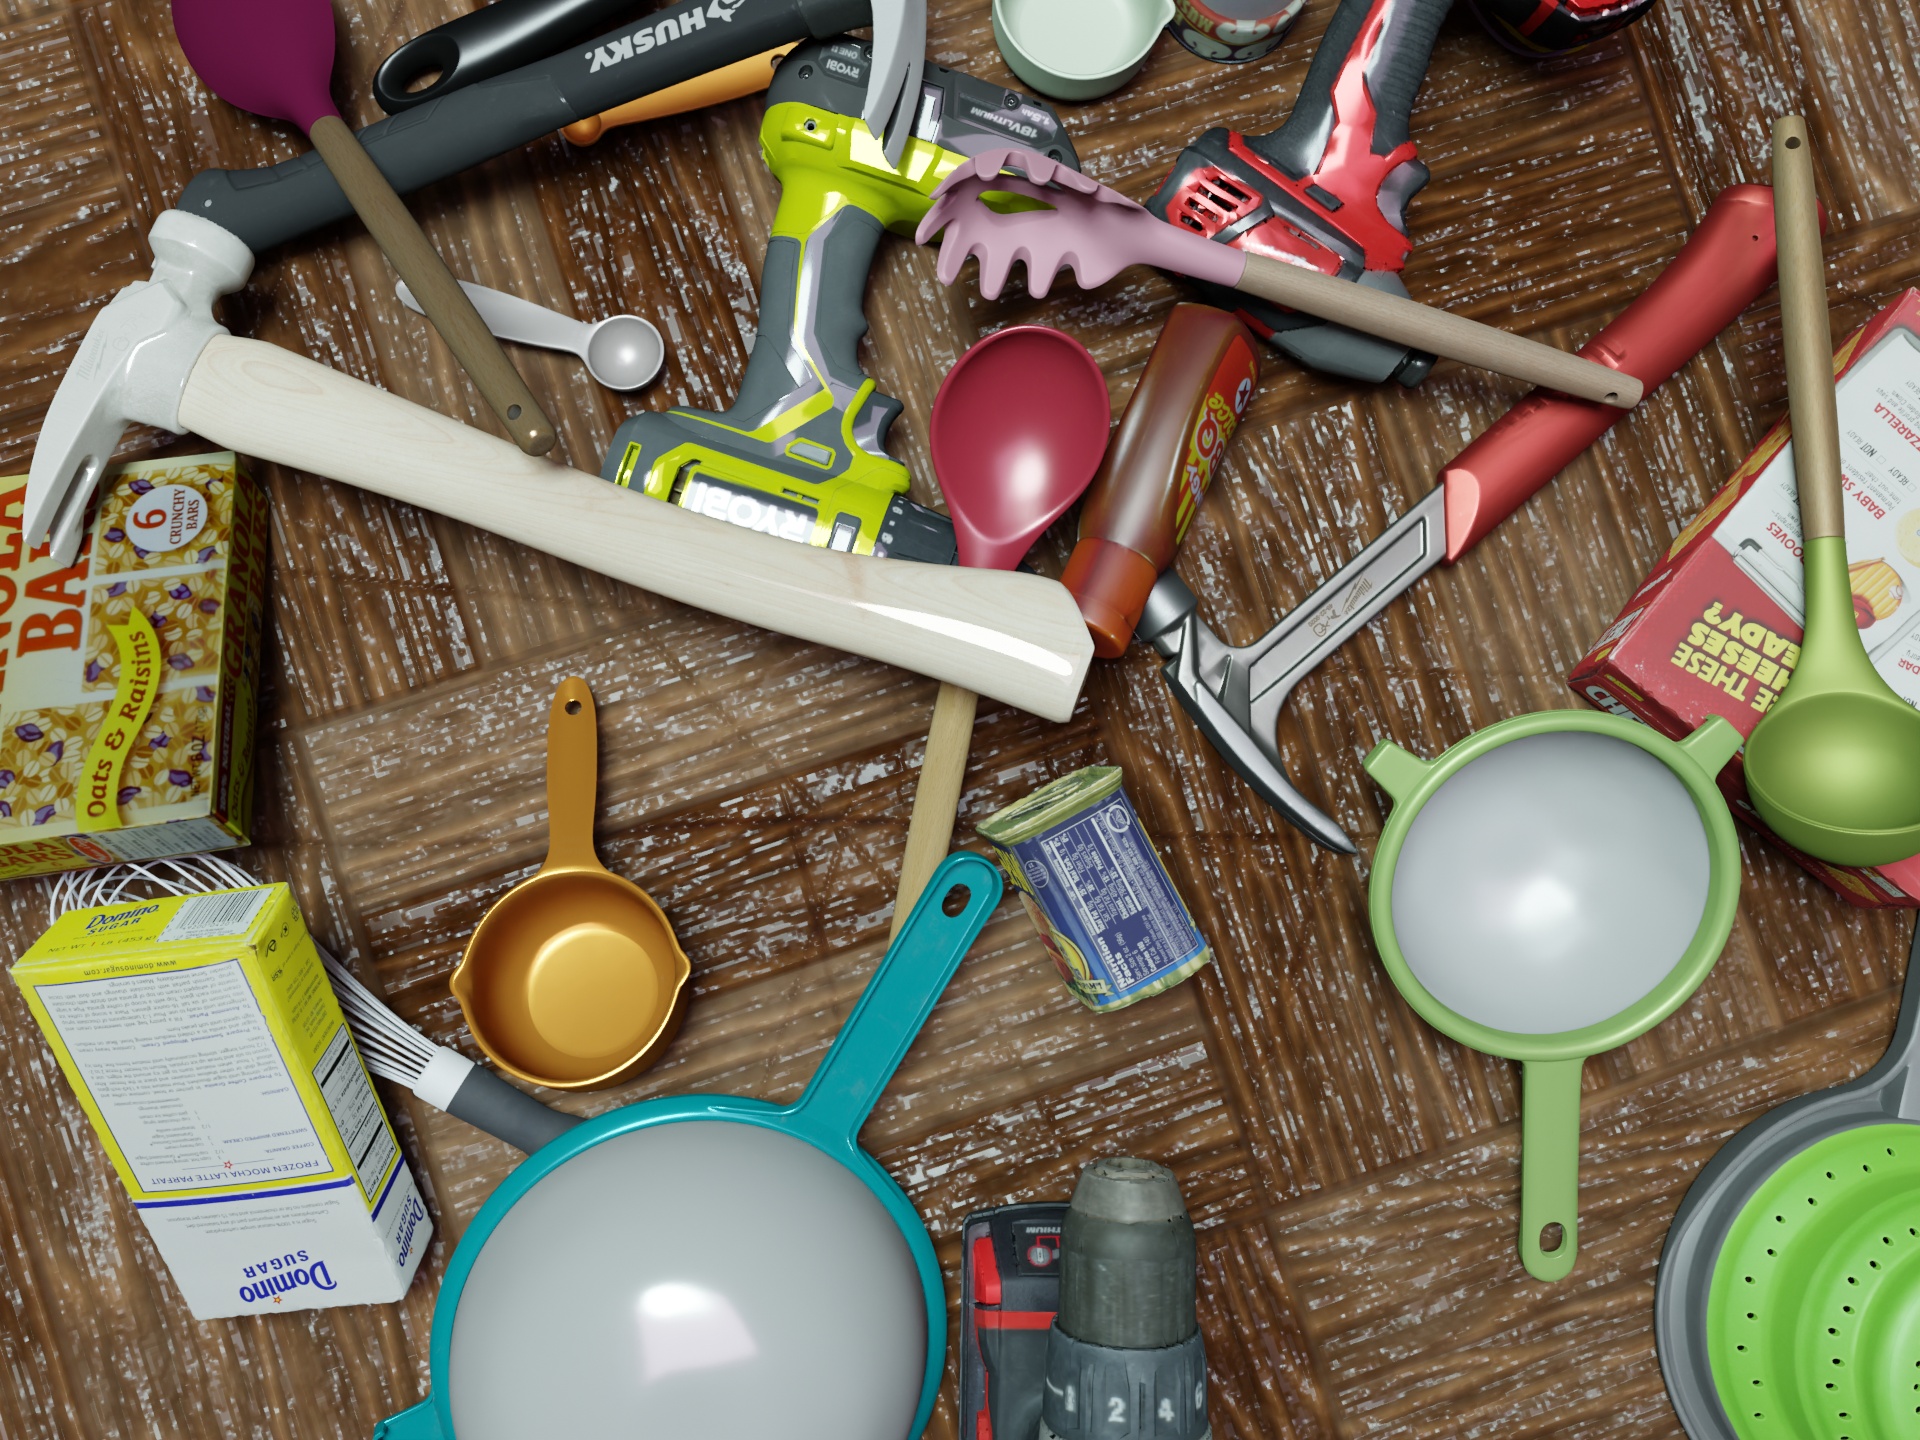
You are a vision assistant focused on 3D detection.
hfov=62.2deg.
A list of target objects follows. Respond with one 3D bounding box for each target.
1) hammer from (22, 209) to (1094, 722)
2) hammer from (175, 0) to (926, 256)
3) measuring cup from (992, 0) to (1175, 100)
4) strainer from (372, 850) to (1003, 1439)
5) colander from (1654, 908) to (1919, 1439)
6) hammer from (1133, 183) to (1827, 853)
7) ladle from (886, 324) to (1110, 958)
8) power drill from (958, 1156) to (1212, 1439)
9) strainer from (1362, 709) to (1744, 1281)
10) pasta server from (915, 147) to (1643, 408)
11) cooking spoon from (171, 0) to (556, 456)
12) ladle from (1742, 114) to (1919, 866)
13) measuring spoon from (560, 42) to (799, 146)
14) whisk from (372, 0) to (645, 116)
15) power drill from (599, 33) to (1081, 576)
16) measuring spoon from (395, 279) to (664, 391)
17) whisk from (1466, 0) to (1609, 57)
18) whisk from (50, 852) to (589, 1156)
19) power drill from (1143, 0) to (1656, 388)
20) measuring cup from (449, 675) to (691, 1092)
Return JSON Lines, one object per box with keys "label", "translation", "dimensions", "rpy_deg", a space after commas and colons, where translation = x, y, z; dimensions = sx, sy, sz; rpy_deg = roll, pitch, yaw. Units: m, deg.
{"label": "hammer", "translation": [-0.151, -0.070, 0.609], "dimensions": [0.410, 0.038, 0.146], "rpy_deg": [19, 78, 6]}
{"label": "hammer", "translation": [-0.171, -0.246, 0.643], "dimensions": [0.335, 0.035, 0.146], "rpy_deg": [-16, 73, 12]}
{"label": "measuring cup", "translation": [0.058, -0.357, 0.708], "dimensions": [0.083, 0.038, 0.167], "rpy_deg": [10, 84, -3]}
{"label": "strainer", "translation": [-0.071, 0.207, 0.617], "dimensions": [0.211, 0.095, 0.340], "rpy_deg": [30, 91, -11]}
{"label": "colander", "translation": [0.430, 0.183, 0.671], "dimensions": [0.204, 0.094, 0.397], "rpy_deg": [14, 86, -3]}
{"label": "hammer", "translation": [0.248, -0.106, 0.706], "dimensions": [0.359, 0.036, 0.149], "rpy_deg": [-40, 90, -4]}
{"label": "ladle", "translation": [-0.001, -0.002, 0.647], "dimensions": [0.069, 0.031, 0.315], "rpy_deg": [11, 105, -5]}
{"label": "power drill", "translation": [0.046, 0.237, 0.578], "dimensions": [0.080, 0.226, 0.188], "rpy_deg": [1, 87, -4]}
{"label": "strainer", "translation": [0.246, 0.113, 0.688], "dimensions": [0.151, 0.069, 0.256], "rpy_deg": [-5, 104, 0]}
{"label": "pasta server", "translation": [0.137, -0.168, 0.640], "dimensions": [0.316, 0.060, 0.040], "rpy_deg": [13, 55, -12]}
{"label": "cooking spoon", "translation": [-0.239, -0.217, 0.628], "dimensions": [0.069, 0.017, 0.319], "rpy_deg": [-39, 69, 6]}
{"label": "ladle", "translation": [0.346, -0.101, 0.635], "dimensions": [0.078, 0.062, 0.320], "rpy_deg": [-2, 78, 16]}
{"label": "measuring spoon", "translation": [-0.121, -0.278, 0.707], "dimensions": [0.117, 0.011, 0.021], "rpy_deg": [-21, 87, -8]}
{"label": "whisk", "translation": [-0.121, -0.333, 0.688], "dimensions": [0.296, 0.073, 0.073], "rpy_deg": [-26, 89, 2]}
{"label": "power drill", "translation": [-0.031, -0.149, 0.672], "dimensions": [0.190, 0.080, 0.228], "rpy_deg": [18, 89, -2]}
{"label": "measuring spoon", "translation": [-0.188, -0.171, 0.696], "dimensions": [0.124, 0.018, 0.034], "rpy_deg": [17, 79, 4]}
{"label": "whisk", "translation": [0.207, -0.400, 0.717], "dimensions": [0.051, 0.047, 0.245], "rpy_deg": [-40, 87, -3]}
{"label": "whisk", "translation": [-0.241, 0.131, 0.655], "dimensions": [0.284, 0.070, 0.070], "rpy_deg": [31, 86, -6]}
{"label": "power drill", "translation": [0.192, -0.255, 0.671], "dimensions": [0.143, 0.078, 0.219], "rpy_deg": [37, 104, 0]}
{"label": "measuring cup", "translation": [-0.159, 0.070, 0.669], "dimensions": [0.095, 0.052, 0.174], "rpy_deg": [-4, 69, -3]}
